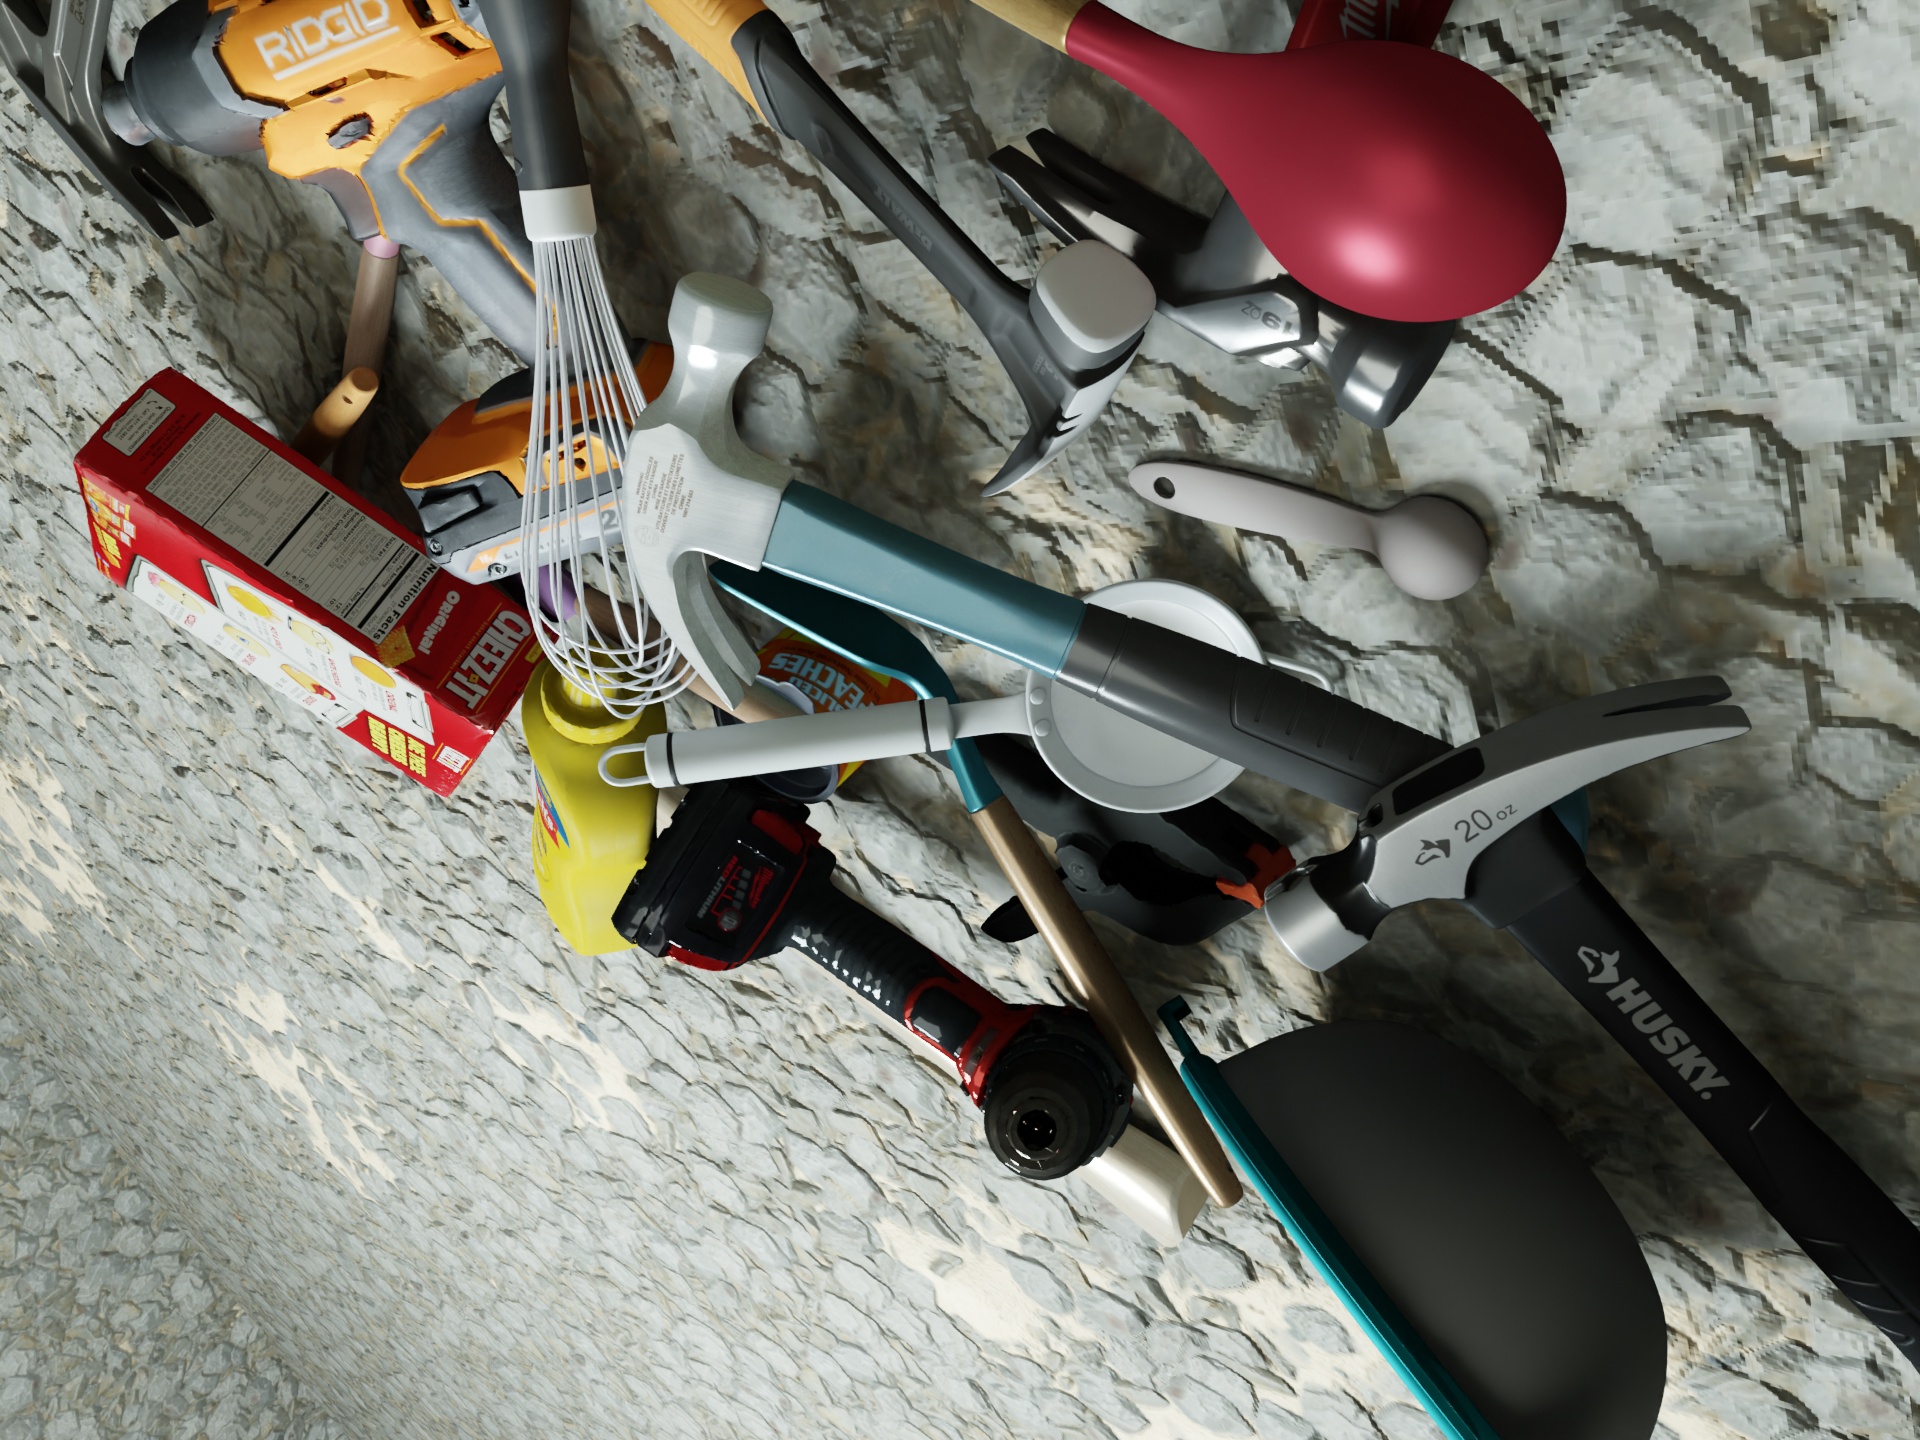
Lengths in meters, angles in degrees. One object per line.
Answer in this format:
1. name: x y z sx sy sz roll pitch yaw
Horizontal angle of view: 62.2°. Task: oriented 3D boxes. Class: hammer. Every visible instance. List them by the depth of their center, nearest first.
1. hammer: 0.111 -0.245 0.330 0.143 0.038 0.386 35 141 14
2. hammer: -0.073 -0.216 0.503 0.337 0.034 0.127 48 164 3
3. hammer: 0.260 0.129 0.506 0.146 0.035 0.334 -39 103 25
4. hammer: 0.048 -0.021 0.508 0.331 0.033 0.128 22 119 -1
5. hammer: -0.329 -0.347 0.627 0.149 0.037 0.359 50 141 -7
6. hammer: -0.055 0.129 0.810 0.411 0.038 0.146 37 142 9

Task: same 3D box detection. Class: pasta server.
1. pasta server: -0.267 -0.190 0.711 0.060 0.040 0.316 35 143 -4

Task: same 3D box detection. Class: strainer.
1. strainer: 0.191 0.195 0.513 0.211 0.095 0.340 51 180 -15
2. strainer: -0.001 -0.002 0.566 0.258 0.050 0.086 -8 108 0

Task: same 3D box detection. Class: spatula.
1. spatula: 0.015 0.059 0.618 0.044 0.082 0.317 -31 93 18
2. spatula: -0.151 -0.042 0.698 0.316 0.018 0.059 27 142 46
3. spatula: -0.347 -0.123 0.815 0.081 0.041 0.322 44 153 -20

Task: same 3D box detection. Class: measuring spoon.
1. measuring spoon: 0.106 -0.063 0.511 0.124 0.018 0.034 19 135 30

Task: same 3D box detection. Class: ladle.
1. ladle: 0.013 -0.195 0.417 0.315 0.031 0.069 38 143 18

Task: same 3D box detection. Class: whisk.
1. whisk: -0.128 -0.134 0.525 0.070 0.070 0.284 11 117 34

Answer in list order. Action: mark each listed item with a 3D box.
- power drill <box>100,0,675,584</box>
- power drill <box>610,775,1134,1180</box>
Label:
1. power drill: -0.195 -0.168 0.585 0.164 0.084 0.226 -14 122 13
2. power drill: -0.029 0.112 0.666 0.227 0.080 0.188 32 179 9
